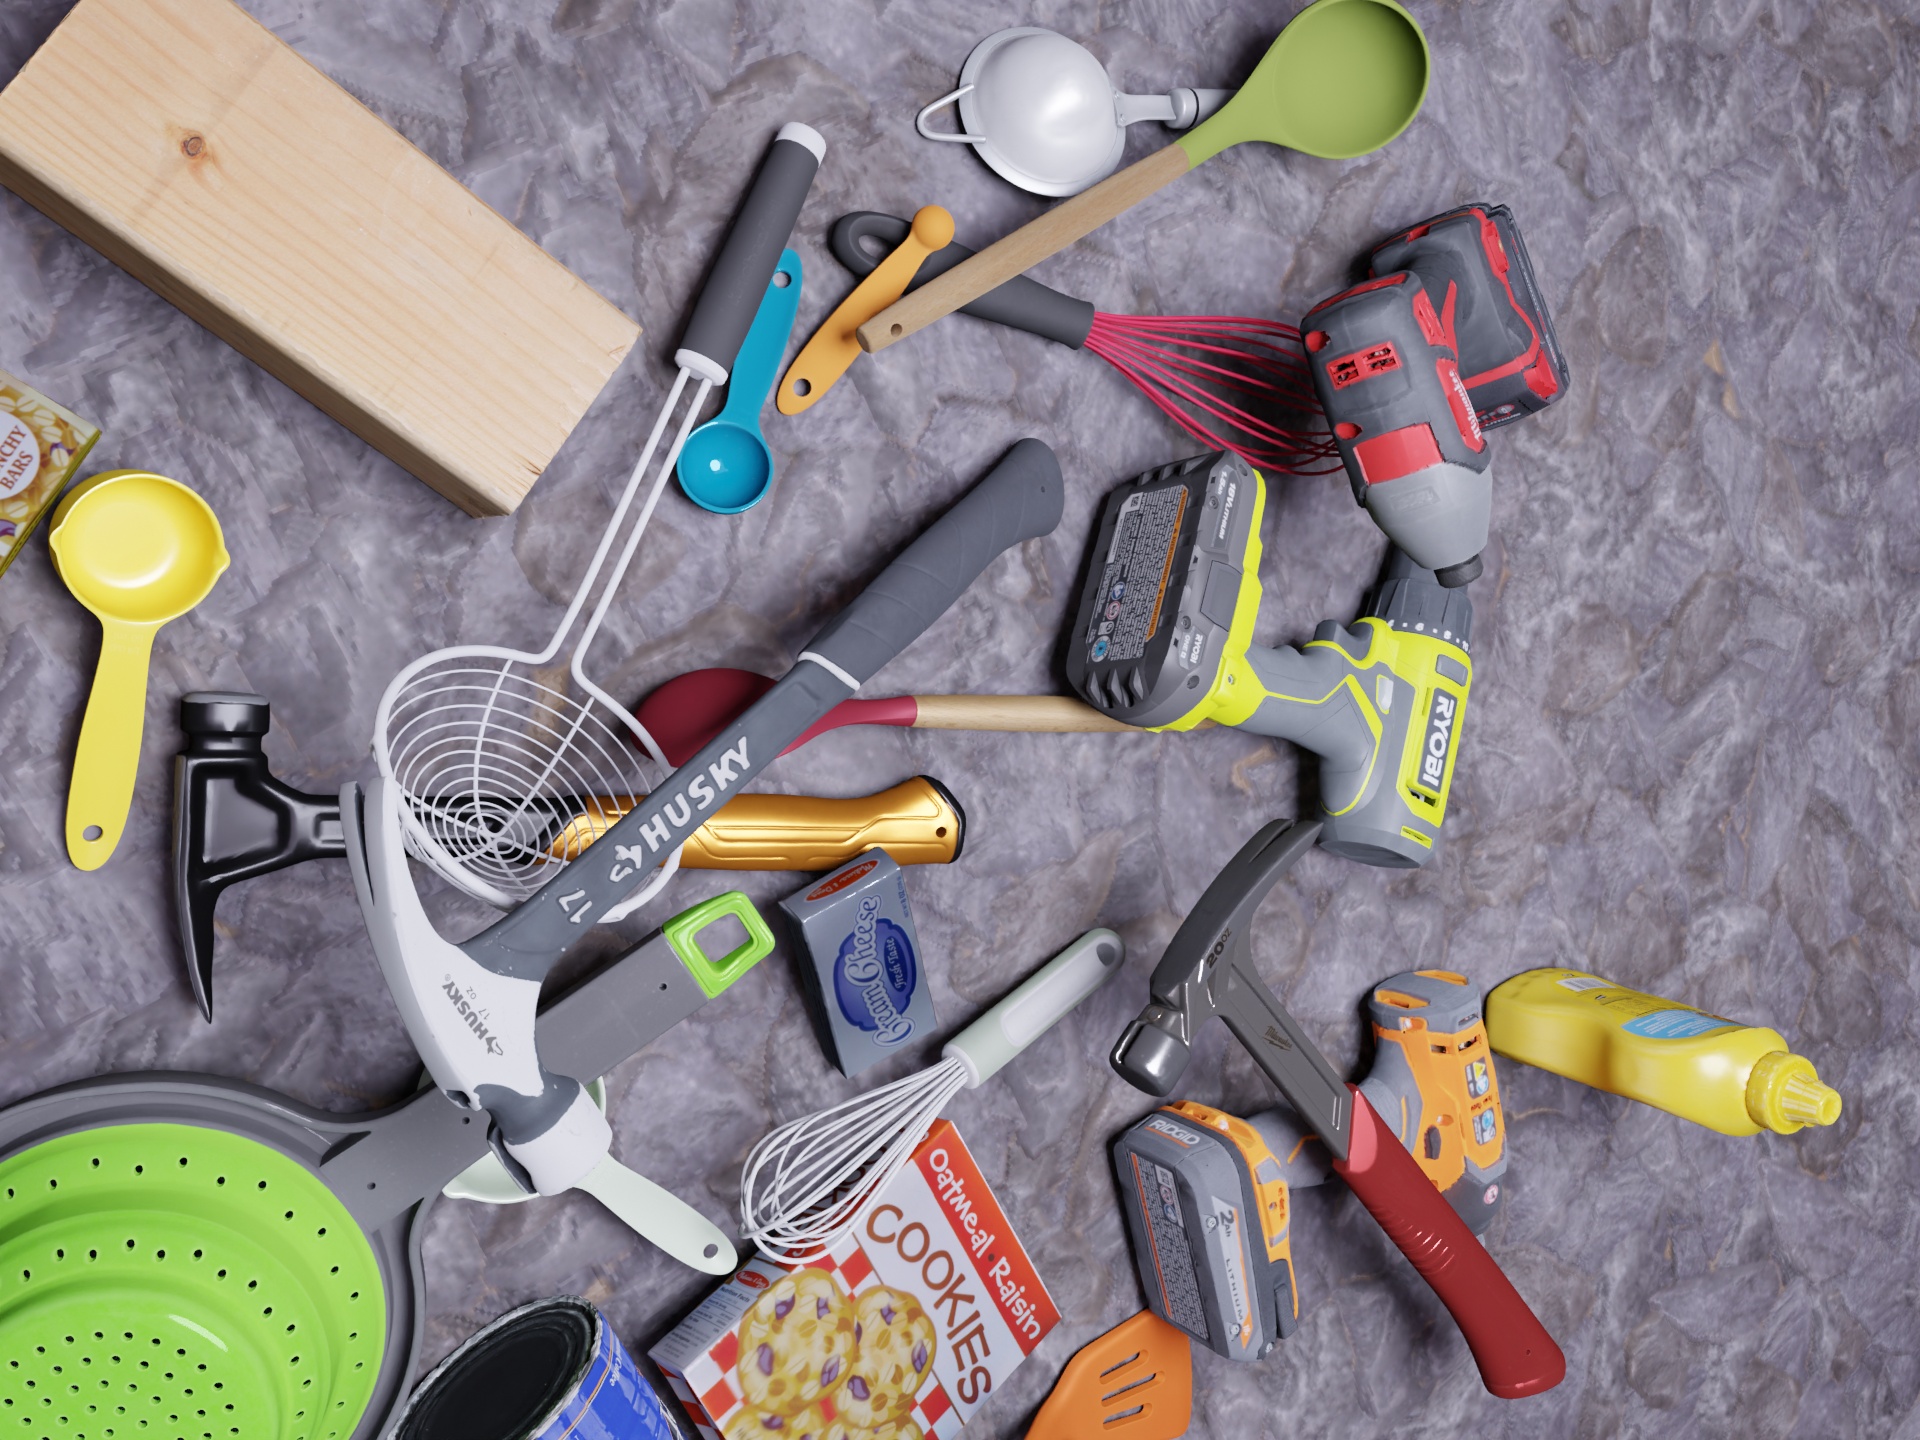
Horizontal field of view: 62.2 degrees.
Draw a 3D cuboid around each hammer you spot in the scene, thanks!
[{"bbox_3d":[-0.068,-0.013,0.636,0.409,0.036,0.149,-47,118,-41],"label":"hammer"},{"bbox_3d":[0.213,0.217,0.790,0.149,0.037,0.358,-50,116,-22],"label":"hammer"},{"bbox_3d":[-0.153,0.055,0.686,0.336,0.034,0.127,1,93,-26],"label":"hammer"}]

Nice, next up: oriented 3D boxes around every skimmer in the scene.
[{"bbox_3d":[-0.117,-0.096,0.639,0.127,0.090,0.363,28,75,-25],"label":"skimmer"}]

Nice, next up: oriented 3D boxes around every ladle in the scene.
[{"bbox_3d":[0.089,-0.246,0.732,0.320,0.062,0.078,-35,128,-19],"label":"ladle"},{"bbox_3d":[-0.001,-0.002,0.750,0.315,0.069,0.031,0,123,-32],"label":"ladle"}]

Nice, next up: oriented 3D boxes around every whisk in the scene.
[{"bbox_3d":[-0.005,0.166,0.742,0.246,0.059,0.058,-32,91,-35],"label":"whisk"},{"bbox_3d":[0.076,-0.185,0.769,0.295,0.073,0.073,15,87,-20],"label":"whisk"}]

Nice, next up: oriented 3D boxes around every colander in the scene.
[{"bbox_3d":[-0.235,0.194,0.589,0.397,0.094,0.204,-34,106,-10],"label":"colander"}]

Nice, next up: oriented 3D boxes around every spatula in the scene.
[{"bbox_3d":[0.017,0.370,0.744,0.322,0.041,0.081,-14,102,-54],"label":"spatula"}]

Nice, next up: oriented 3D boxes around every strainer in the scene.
[{"bbox_3d":[0.102,-0.303,0.780,0.258,0.050,0.087,-11,85,-28],"label":"strainer"}]

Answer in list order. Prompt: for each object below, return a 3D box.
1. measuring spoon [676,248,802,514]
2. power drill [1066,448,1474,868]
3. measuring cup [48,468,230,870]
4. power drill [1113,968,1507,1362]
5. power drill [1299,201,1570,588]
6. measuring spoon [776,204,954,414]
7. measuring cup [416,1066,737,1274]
[{"bbox_3d":[-0.094,-0.150,0.711,0.042,0.021,0.129,17,78,-8],"label":"measuring spoon"},{"bbox_3d":[0.176,-0.046,0.809,0.228,0.080,0.191,23,75,-32],"label":"power drill"},{"bbox_3d":[-0.323,-0.020,0.605,0.062,0.029,0.156,5,105,-43],"label":"measuring cup"},{"bbox_3d":[0.203,0.248,0.852,0.226,0.084,0.164,-19,102,-28],"label":"power drill"},{"bbox_3d":[0.233,-0.162,0.773,0.143,0.078,0.220,63,35,-16],"label":"power drill"},{"bbox_3d":[-0.043,-0.183,0.714,0.021,0.011,0.117,39,95,-17],"label":"measuring spoon"},{"bbox_3d":[-0.163,0.190,0.692,0.167,0.038,0.083,45,75,-24],"label":"measuring cup"}]
